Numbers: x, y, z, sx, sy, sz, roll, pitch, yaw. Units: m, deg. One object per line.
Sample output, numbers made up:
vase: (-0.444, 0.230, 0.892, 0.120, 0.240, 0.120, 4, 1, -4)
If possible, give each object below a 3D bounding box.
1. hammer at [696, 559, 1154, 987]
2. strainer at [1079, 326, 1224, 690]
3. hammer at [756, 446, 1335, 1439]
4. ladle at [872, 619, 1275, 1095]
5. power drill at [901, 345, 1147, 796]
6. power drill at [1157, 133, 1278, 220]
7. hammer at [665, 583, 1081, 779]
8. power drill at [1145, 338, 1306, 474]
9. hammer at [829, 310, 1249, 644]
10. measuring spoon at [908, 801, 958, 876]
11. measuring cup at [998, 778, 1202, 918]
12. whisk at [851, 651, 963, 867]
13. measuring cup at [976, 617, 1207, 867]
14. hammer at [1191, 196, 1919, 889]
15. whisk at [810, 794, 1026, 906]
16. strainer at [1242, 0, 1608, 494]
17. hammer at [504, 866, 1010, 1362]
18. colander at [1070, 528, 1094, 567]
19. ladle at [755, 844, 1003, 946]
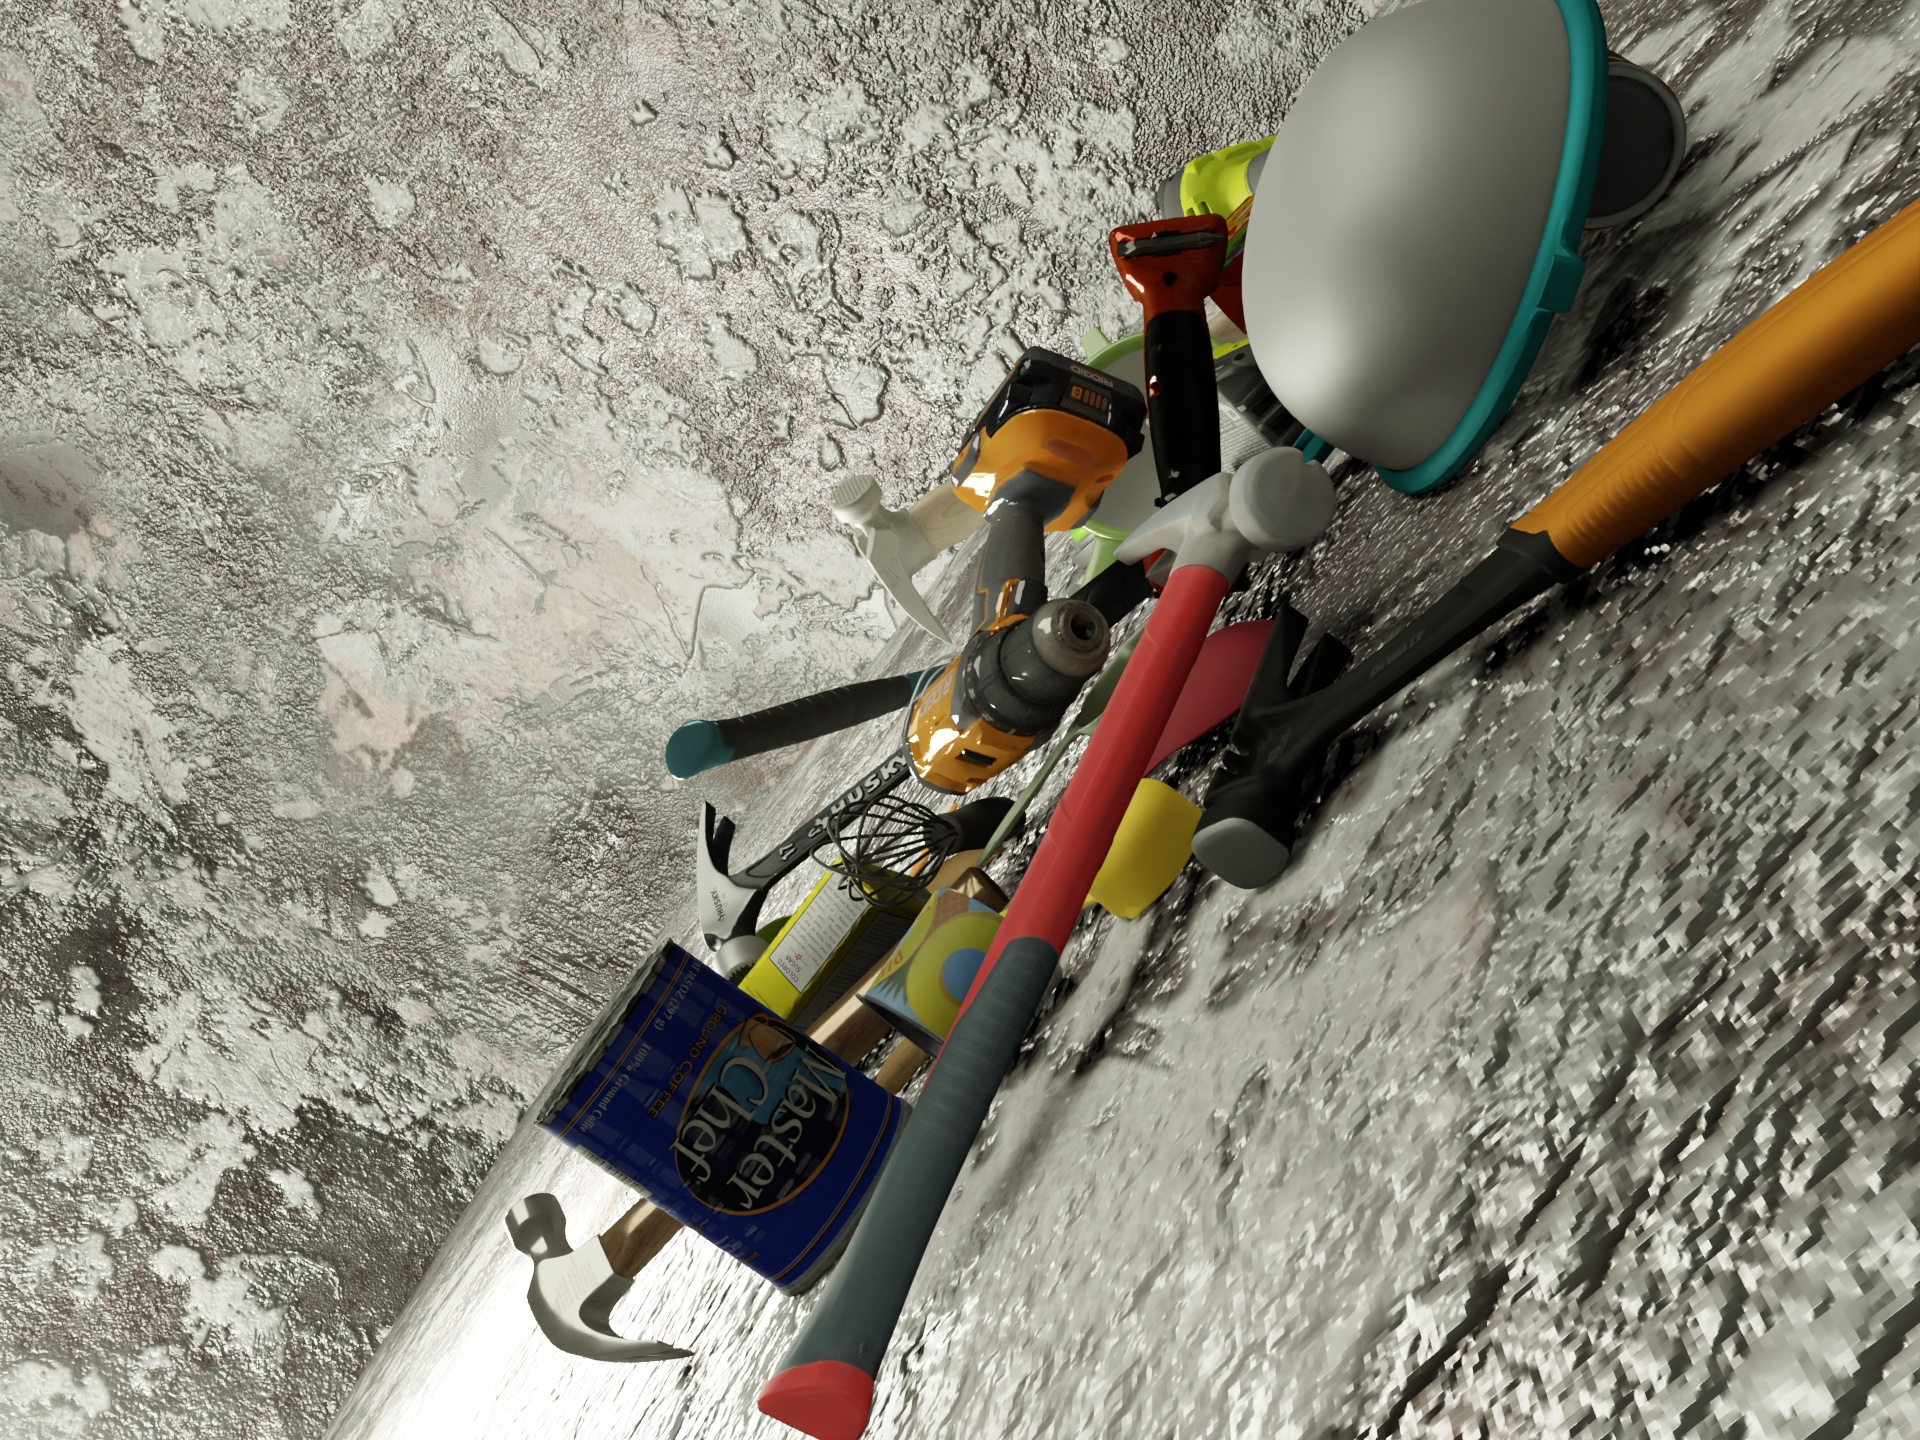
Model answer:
hammer: (-0.002, -0.003, 0.959, 0.409, 0.036, 0.149, -39, 40, 8)
strainer: (0.120, -0.132, 1.067, 0.069, 0.151, 0.256, 23, -94, -60)
hammer: (0.025, 0.076, 0.604, 0.386, 0.038, 0.143, -63, 12, -15)
ladle: (0.045, 0.072, 0.745, 0.315, 0.031, 0.069, -53, 10, 18)
power drill: (0.039, -0.086, 0.849, 0.185, 0.084, 0.226, 138, 148, -62)
power drill: (0.262, -0.393, 1.085, 0.190, 0.080, 0.228, -30, 9, -30)
hammer: (-0.051, -0.017, 1.080, 0.331, 0.033, 0.128, -17, -24, -39)
power drill: (0.219, -0.245, 0.931, 0.223, 0.080, 0.171, -52, 11, -11)
hammer: (0.113, -0.214, 1.145, 0.410, 0.146, 0.038, -33, 34, 4)
measuring spoon: (-0.034, 0.103, 1.142, 0.117, 0.011, 0.021, -57, 8, -23)
measuring cup: (0.042, 0.068, 0.688, 0.156, 0.029, 0.062, -33, 23, 47)
whisk: (-0.048, 0.070, 1.002, 0.285, 0.070, 0.070, -59, 9, -21)
measuring cup: (0.069, 0.019, 0.799, 0.167, 0.038, 0.083, -53, 7, 16)
hammer: (0.187, -0.066, 0.459, 0.336, 0.034, 0.127, -45, 12, 49)
whisk: (-0.012, 0.060, 0.830, 0.055, 0.055, 0.239, -52, -15, 15)
strainer: (0.161, -0.183, 0.718, 0.340, 0.095, 0.211, 116, 164, -67)
hammer: (-0.098, 0.203, 0.827, 0.331, 0.031, 0.130, -44, 49, 3)
colander: (0.123, -0.211, 1.292, 0.204, 0.094, 0.397, -51, 8, 19)
ladle: (-0.064, 0.127, 1.059, 0.320, 0.062, 0.078, -39, 17, 53)
